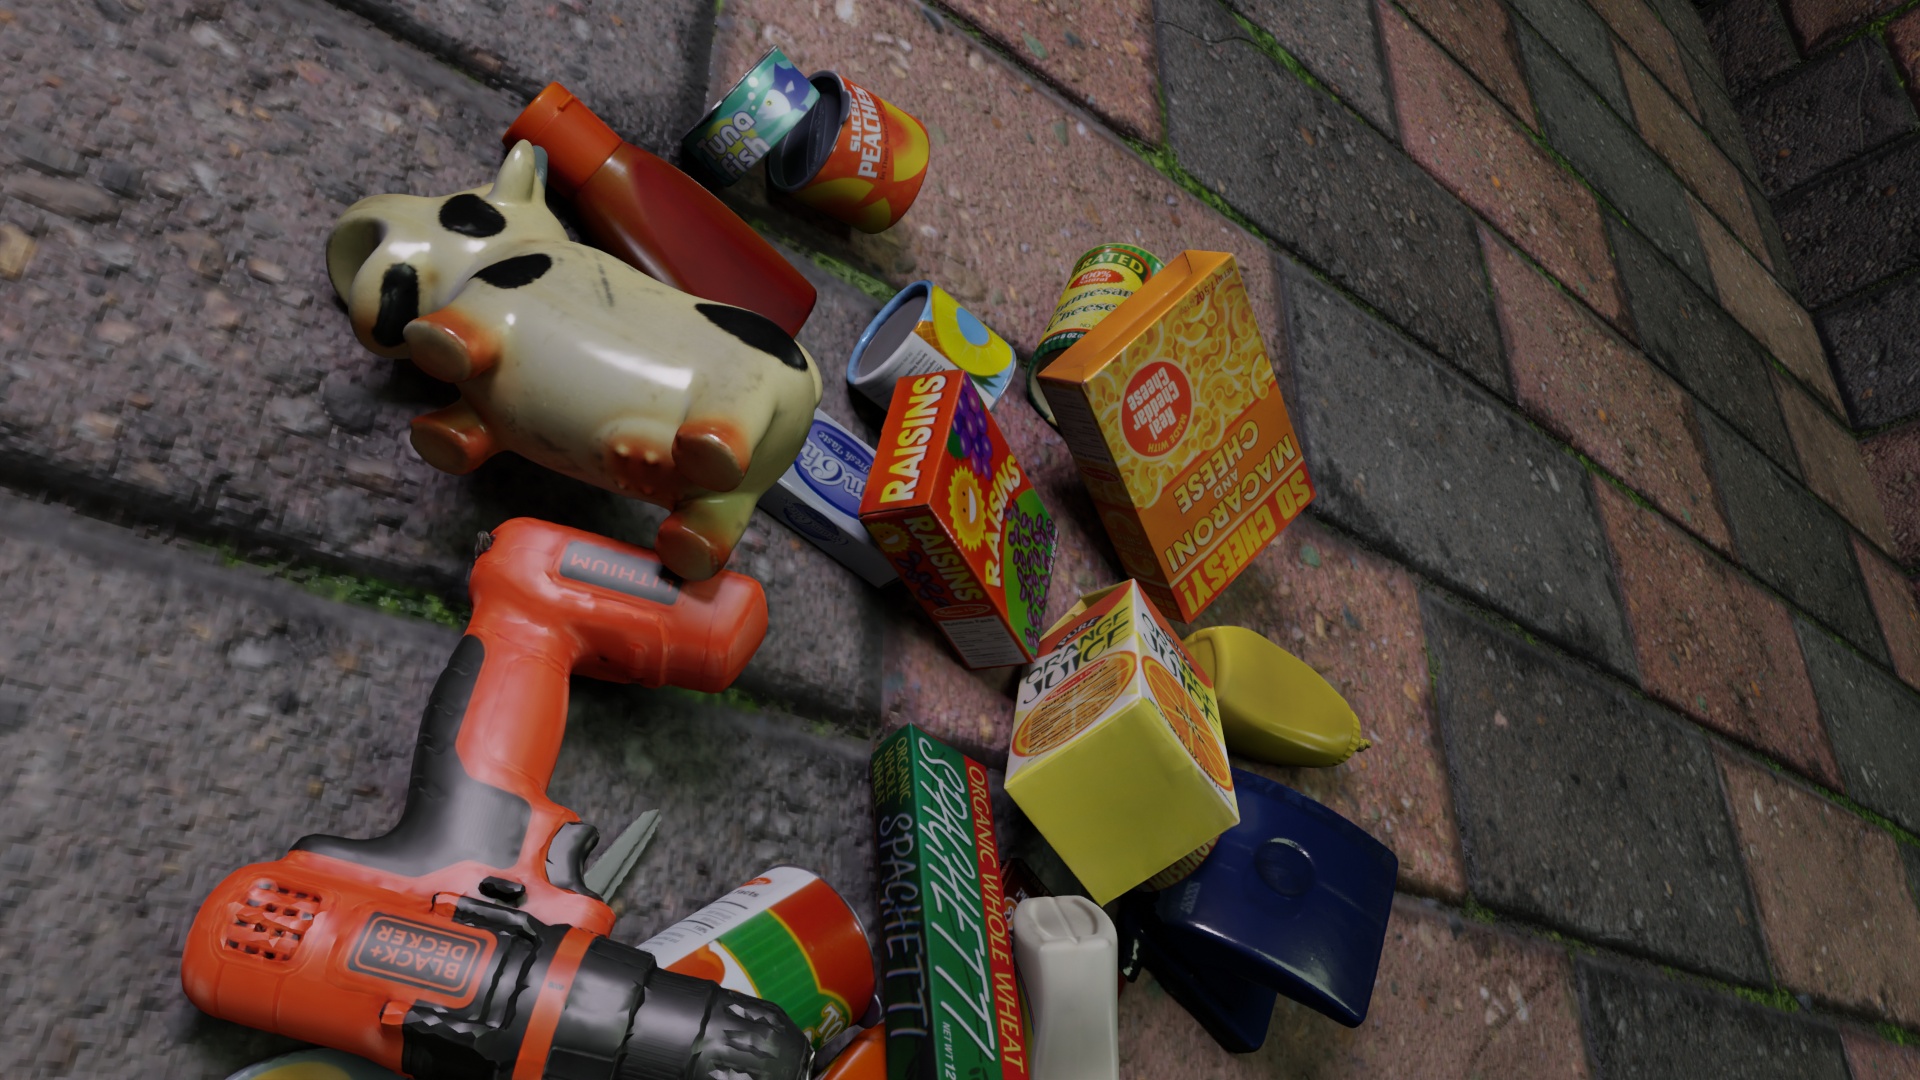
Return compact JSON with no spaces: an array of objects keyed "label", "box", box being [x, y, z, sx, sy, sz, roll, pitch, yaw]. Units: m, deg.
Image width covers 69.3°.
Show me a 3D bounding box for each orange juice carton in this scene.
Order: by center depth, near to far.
[{"label":"orange juice carton","box":[0.075,0.081,0.662,0.071,0.073,0.193,52,15,-10]}]

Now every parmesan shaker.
[{"label":"parmesan shaker","box":[0.086,-0.119,0.812,0.071,0.071,0.103,44,44,-19]}]

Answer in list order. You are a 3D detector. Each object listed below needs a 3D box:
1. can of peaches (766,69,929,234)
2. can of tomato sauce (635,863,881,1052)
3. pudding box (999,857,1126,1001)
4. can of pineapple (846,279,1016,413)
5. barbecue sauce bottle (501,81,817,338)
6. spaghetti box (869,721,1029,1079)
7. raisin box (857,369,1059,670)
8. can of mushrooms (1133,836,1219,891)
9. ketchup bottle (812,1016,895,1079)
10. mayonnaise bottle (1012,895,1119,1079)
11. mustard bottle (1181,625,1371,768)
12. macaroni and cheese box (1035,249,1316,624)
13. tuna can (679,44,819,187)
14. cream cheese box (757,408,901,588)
[{"label":"can of peaches","box":[-0.056,-0.199,0.715,0.058,0.071,0.071,19,57,-39]},{"label":"can of tomato sauce","box":[-0.081,0.165,0.494,0.083,0.071,0.071,-21,85,-48]},{"label":"pudding box","box":[0.032,0.189,0.621,0.083,0.030,0.050,50,44,-12]},{"label":"can of pineapple","box":[-0.015,-0.090,0.700,0.058,0.070,0.071,37,47,-25]},{"label":"barbecue sauce bottle","box":[-0.135,-0.140,0.624,0.148,0.043,0.065,42,45,-20]},{"label":"spaghetti box","box":[-0.004,0.172,0.530,0.050,0.028,0.251,35,26,-28]},{"label":"raisin box","box":[0.002,-0.008,0.661,0.123,0.040,0.086,57,36,-43]},{"label":"can of mushrooms","box":[0.096,0.138,0.683,0.033,0.071,0.071,46,43,-19]},{"label":"ketchup bottle","box":[-0.039,0.215,0.515,0.043,0.064,0.149,39,29,15]},{"label":"mayonnaise bottle","box":[0.043,0.225,0.566,0.041,0.065,0.148,-1,94,-7]},{"label":"mustard bottle","box":[0.190,0.102,0.813,0.160,0.048,0.065,27,52,-33]},{"label":"macaroni and cheese box","box":[0.124,-0.056,0.767,0.124,0.040,0.165,-41,124,-22]},{"label":"tuna can","box":[-0.102,-0.204,0.673,0.033,0.071,0.071,45,44,-19]},{"label":"cream cheese box","box":[-0.063,-0.027,0.649,0.103,0.024,0.054,37,47,-25]}]
